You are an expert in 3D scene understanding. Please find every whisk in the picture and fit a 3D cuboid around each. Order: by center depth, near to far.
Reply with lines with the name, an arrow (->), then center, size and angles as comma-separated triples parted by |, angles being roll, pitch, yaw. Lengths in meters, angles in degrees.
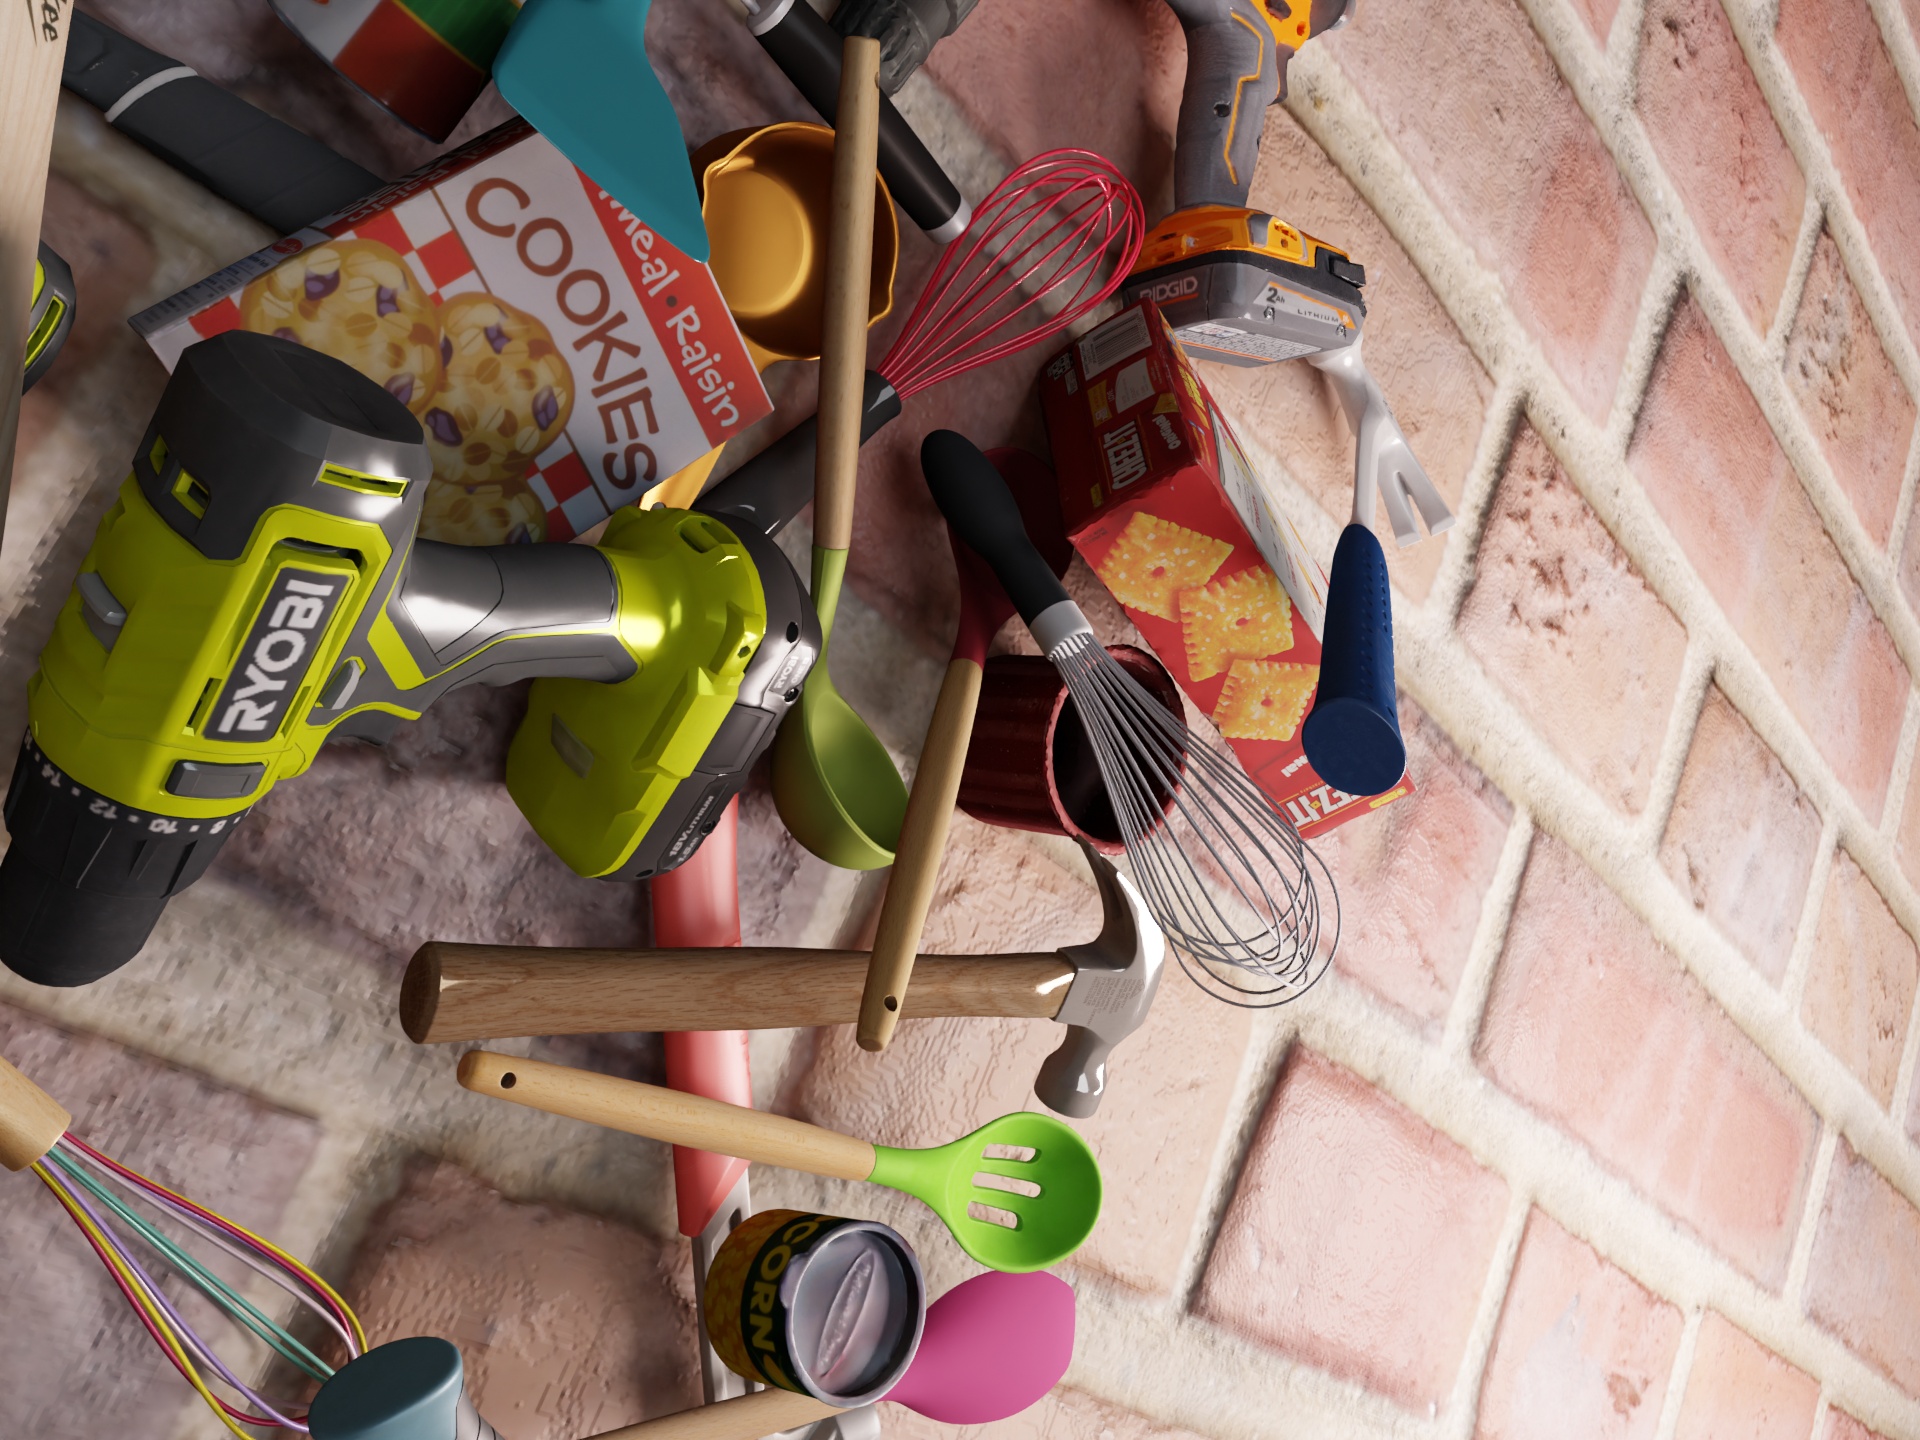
whisk -> -0.267, 0.146, 0.487 | 0.047, 0.051, 0.244 | -46, 118, -23
whisk -> 0.057, -0.010, 0.643 | 0.070, 0.070, 0.285 | -13, 62, -40
whisk -> -0.022, -0.152, 0.680 | 0.296, 0.073, 0.073 | -46, 121, -22

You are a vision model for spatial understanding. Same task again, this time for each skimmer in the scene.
skimmer -> -0.119, -0.311, 0.577 | 0.127, 0.090, 0.362 | -48, 133, 2

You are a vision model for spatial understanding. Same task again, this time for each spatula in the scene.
spatula -> -0.077, -0.294, 0.523 | 0.082, 0.044, 0.318 | 35, 63, -41

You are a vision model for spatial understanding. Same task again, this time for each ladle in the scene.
ladle -> -0.037, -0.093, 0.620 | 0.078, 0.062, 0.320 | -59, 155, -71
ladle -> -0.001, -0.002, 0.651 | 0.069, 0.031, 0.316 | 34, 45, -20

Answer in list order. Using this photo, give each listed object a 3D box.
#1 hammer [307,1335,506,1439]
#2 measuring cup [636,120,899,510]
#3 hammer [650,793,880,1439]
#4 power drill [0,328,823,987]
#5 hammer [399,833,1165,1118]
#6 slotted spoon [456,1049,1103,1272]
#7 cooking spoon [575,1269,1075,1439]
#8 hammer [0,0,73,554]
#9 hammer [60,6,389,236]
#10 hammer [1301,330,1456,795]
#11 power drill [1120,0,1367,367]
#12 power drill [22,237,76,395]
hammer -> -0.130, 0.319, 0.573 | 0.128, 0.033, 0.330 | -38, 130, -21
measuring cup -> -0.093, -0.150, 0.622 | 0.095, 0.052, 0.173 | 28, 89, -39
hammer -> -0.107, 0.155, 0.633 | 0.149, 0.037, 0.359 | -9, 99, -41
power drill -> -0.165, -0.003, 0.491 | 0.228, 0.080, 0.190 | 5, 122, -57
hammer -> -0.048, 0.102, 0.619 | 0.331, 0.031, 0.130 | 7, 112, -38
slotted spoon -> -0.058, 0.170, 0.637 | 0.313, 0.031, 0.070 | 25, 77, -38
cooking spoon -> -0.062, 0.277, 0.645 | 0.318, 0.017, 0.069 | 5, 87, -42
hammer -> -0.249, -0.099, 0.406 | 0.146, 0.038, 0.410 | -11, 116, -71
hammer -> -0.264, -0.194, 0.474 | 0.408, 0.036, 0.149 | 27, 76, -40
hammer -> 0.192, -0.080, 0.745 | 0.144, 0.035, 0.406 | 57, 27, -18
power drill -> 0.150, -0.301, 0.805 | 0.164, 0.084, 0.226 | -2, 90, -42
power drill -> -0.331, -0.071, 0.361 | 0.223, 0.080, 0.171 | -65, 159, -17
